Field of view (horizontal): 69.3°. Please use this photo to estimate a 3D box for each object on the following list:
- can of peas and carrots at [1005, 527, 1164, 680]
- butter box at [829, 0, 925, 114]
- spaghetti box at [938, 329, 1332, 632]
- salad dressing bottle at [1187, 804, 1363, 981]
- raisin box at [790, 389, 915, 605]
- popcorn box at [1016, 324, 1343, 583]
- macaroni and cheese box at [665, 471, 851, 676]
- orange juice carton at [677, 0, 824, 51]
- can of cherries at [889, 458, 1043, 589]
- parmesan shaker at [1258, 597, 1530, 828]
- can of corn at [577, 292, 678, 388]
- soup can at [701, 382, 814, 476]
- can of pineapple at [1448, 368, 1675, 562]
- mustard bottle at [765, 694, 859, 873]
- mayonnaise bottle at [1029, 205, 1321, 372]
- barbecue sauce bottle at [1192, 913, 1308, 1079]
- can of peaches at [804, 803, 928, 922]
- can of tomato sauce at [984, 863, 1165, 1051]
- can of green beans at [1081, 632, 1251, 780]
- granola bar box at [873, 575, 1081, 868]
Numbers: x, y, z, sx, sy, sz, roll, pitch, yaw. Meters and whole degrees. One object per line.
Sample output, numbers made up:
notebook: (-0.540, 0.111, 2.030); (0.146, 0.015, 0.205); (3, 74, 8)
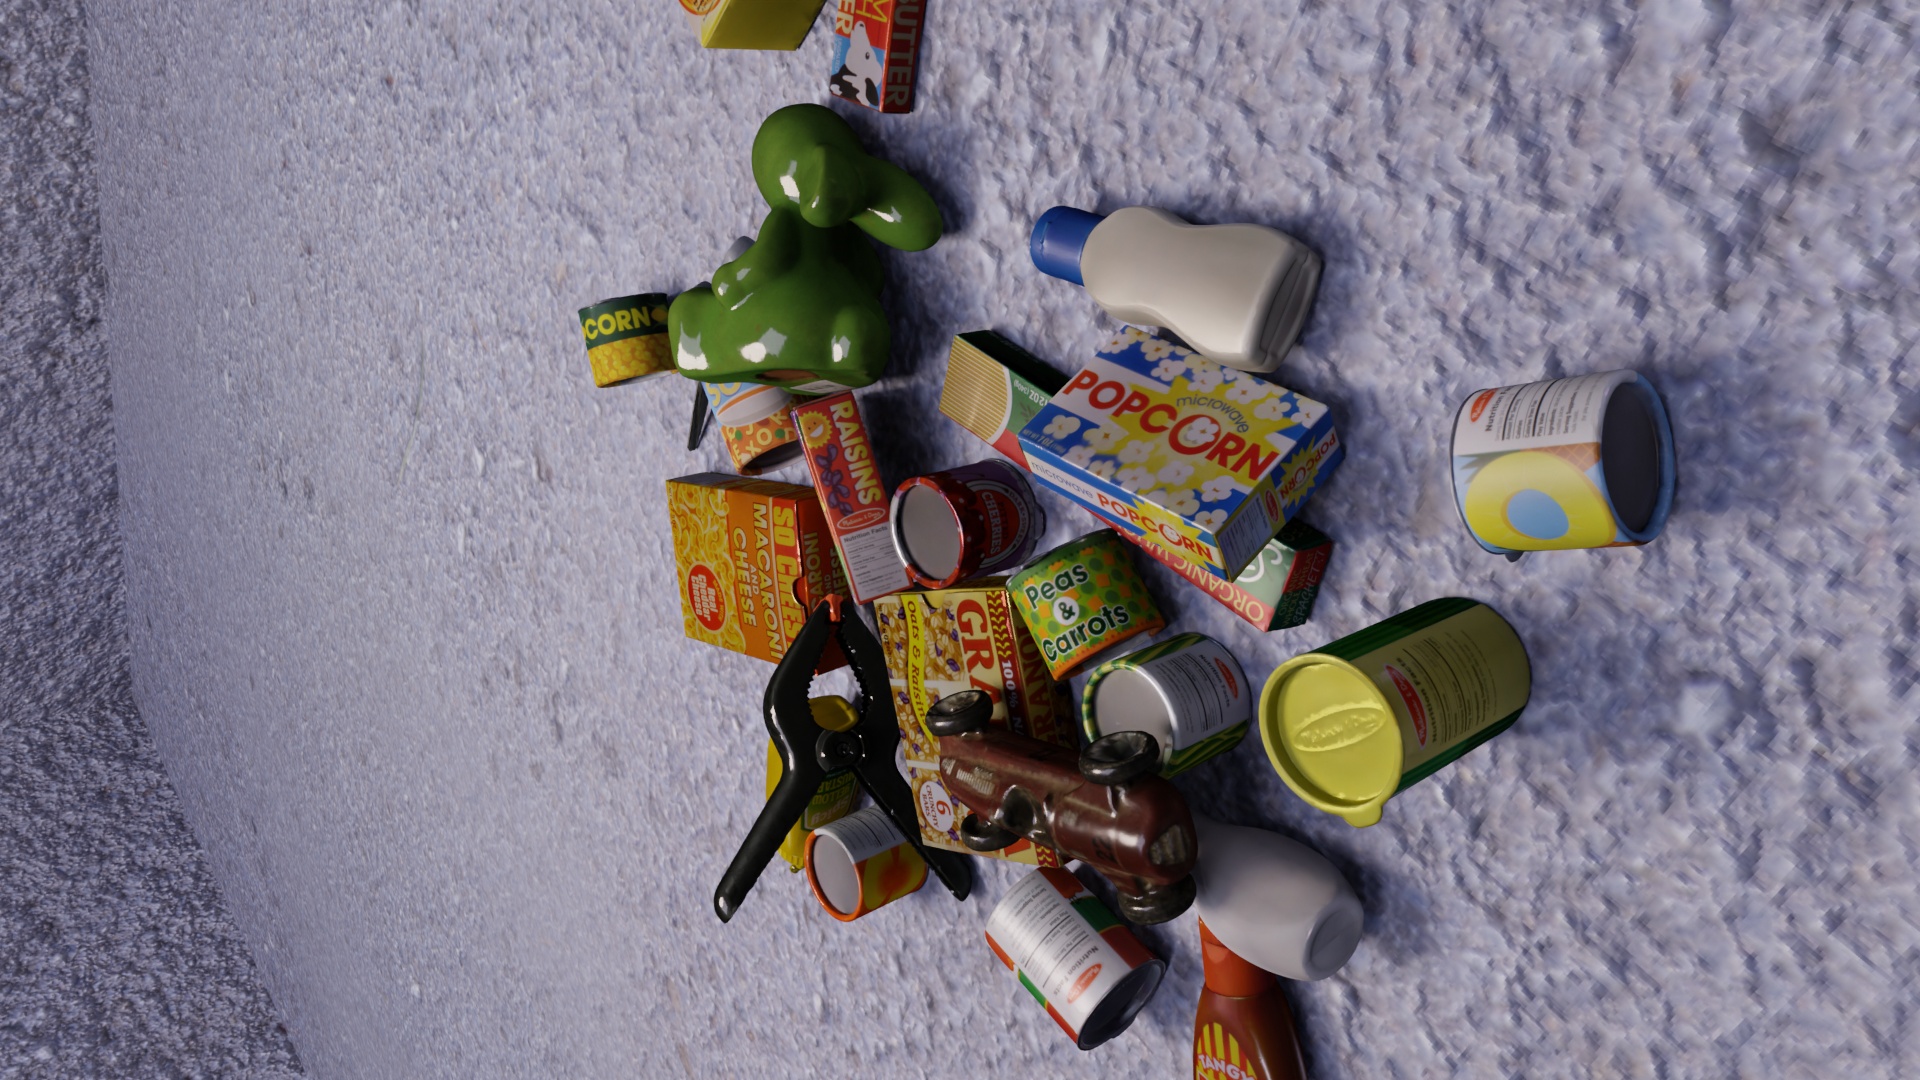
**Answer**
can of peas and carrots: (0.065, 0.034, 0.728); (0.070, 0.071, 0.059); (-41, 71, 47)
butter box: (-0.046, -0.300, 0.791); (0.053, 0.024, 0.103); (33, 125, 39)
spaghetti box: (0.081, -0.038, 0.721); (0.251, 0.029, 0.050); (37, 128, 36)
salad dressing bottle: (0.132, 0.165, 0.702); (0.148, 0.064, 0.043); (26, 140, 51)
raisin box: (-0.067, -0.027, 0.848); (0.086, 0.040, 0.123); (-149, 42, -83)
popcorn box: (0.100, -0.044, 0.651); (0.127, 0.085, 0.038); (31, 158, 40)
macaroni and cheese box: (-0.145, 0.020, 0.987); (0.166, 0.040, 0.123); (9, 109, 47)
orange juice carton: (-0.154, -0.398, 0.849); (0.072, 0.072, 0.193); (-44, 68, 46)
can of cherries: (0.003, -0.010, 0.795); (0.071, 0.058, 0.071); (18, 115, 45)
parmesan shaker: (0.183, 0.069, 0.579); (0.071, 0.103, 0.071); (17, 114, 45)
can of corn: (-0.245, -0.148, 1.028); (0.071, 0.071, 0.058); (-8, 97, 50)
soup can: (-0.132, -0.093, 0.916); (0.071, 0.071, 0.084); (-33, 77, 48)
can of pineapple: (0.229, -0.028, 0.527); (0.058, 0.071, 0.071); (-5, 97, 49)
mustard bottle: (-0.105, 0.182, 0.976); (0.049, 0.065, 0.159); (44, 137, 38)
mayonnaise bottle: (0.096, -0.129, 0.664); (0.148, 0.041, 0.064); (29, 101, 42)
barbecue sauce bottle: (0.149, 0.263, 0.722); (0.065, 0.044, 0.148); (3, 103, 49)
can of peaches: (-0.065, 0.219, 0.942); (0.071, 0.058, 0.071); (17, 113, 45)
can of tomato sauce: (0.065, 0.237, 0.795); (0.083, 0.071, 0.070); (41, 129, 34)
can of green beans: (0.104, 0.086, 0.708); (0.071, 0.058, 0.071); (18, 114, 45)
granola bar box: (0.013, 0.106, 0.834); (0.124, 0.039, 0.165); (-6, 97, 49)
